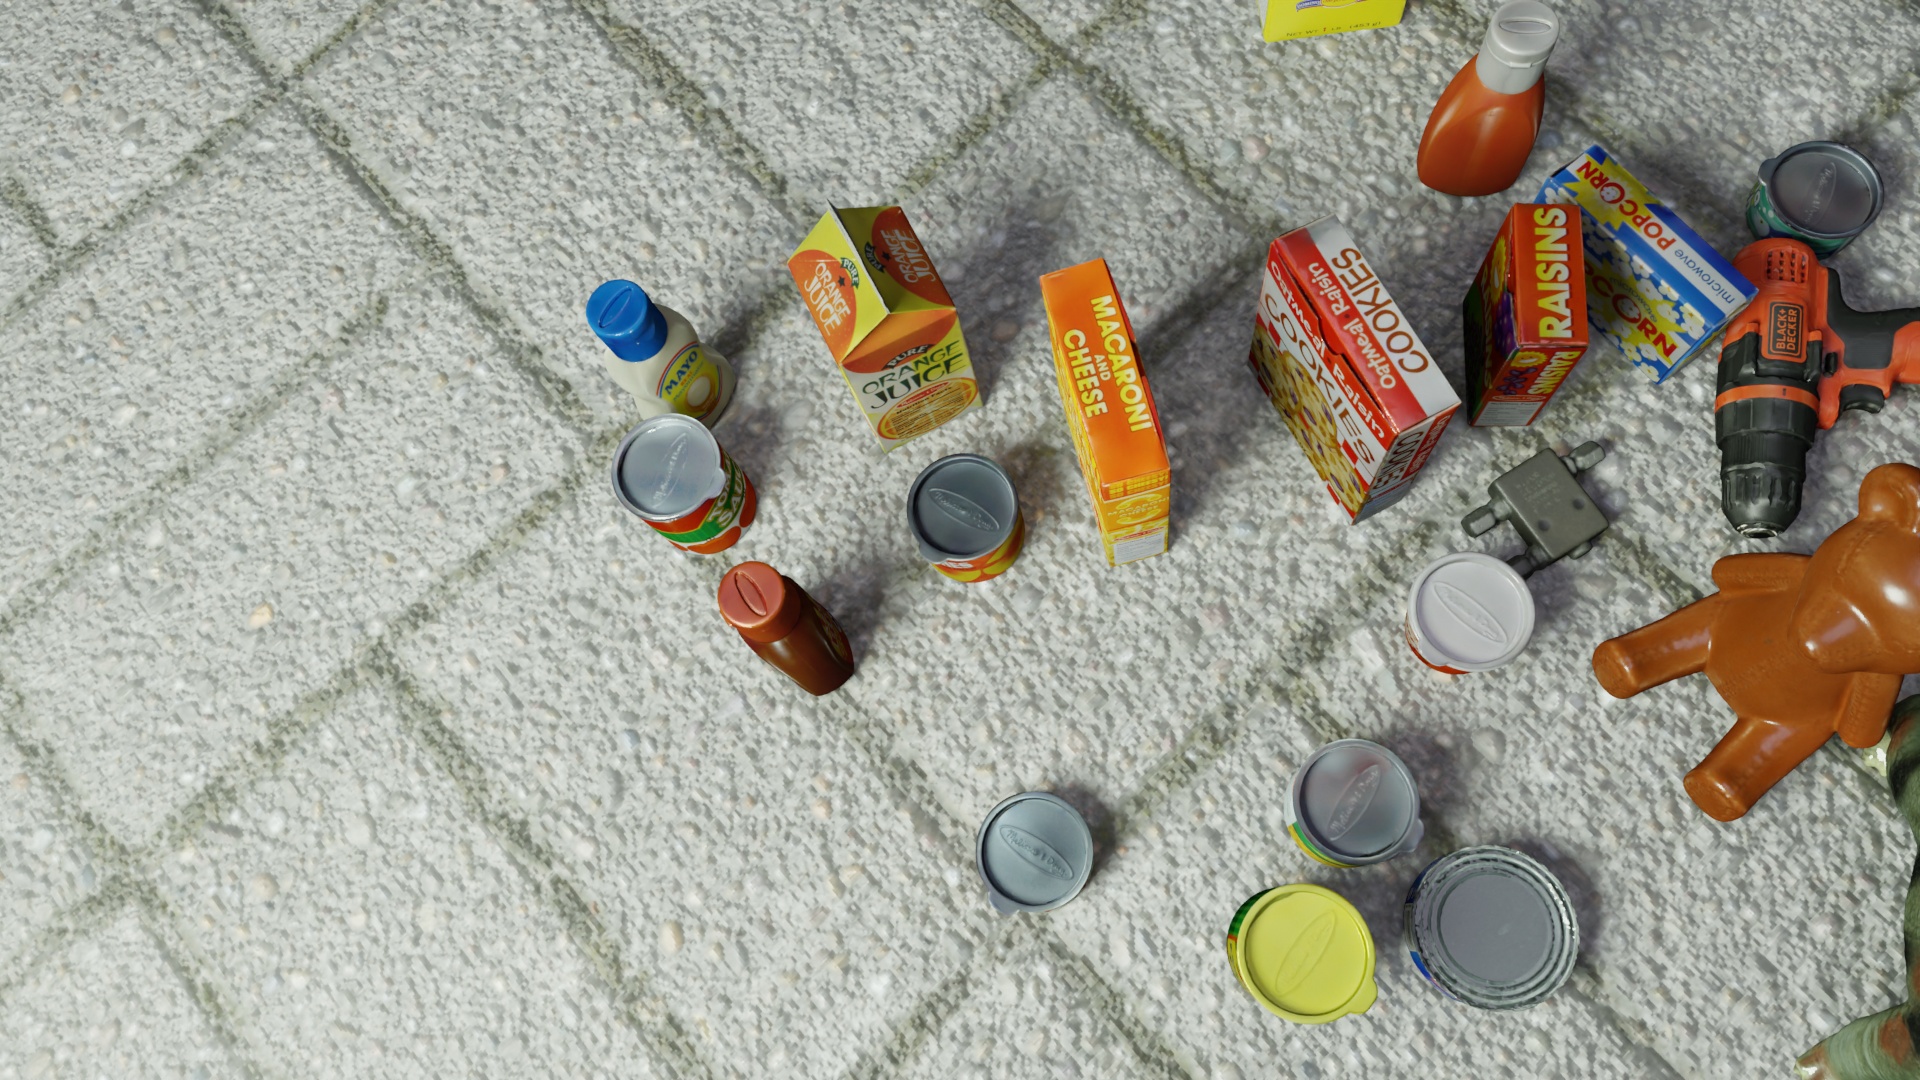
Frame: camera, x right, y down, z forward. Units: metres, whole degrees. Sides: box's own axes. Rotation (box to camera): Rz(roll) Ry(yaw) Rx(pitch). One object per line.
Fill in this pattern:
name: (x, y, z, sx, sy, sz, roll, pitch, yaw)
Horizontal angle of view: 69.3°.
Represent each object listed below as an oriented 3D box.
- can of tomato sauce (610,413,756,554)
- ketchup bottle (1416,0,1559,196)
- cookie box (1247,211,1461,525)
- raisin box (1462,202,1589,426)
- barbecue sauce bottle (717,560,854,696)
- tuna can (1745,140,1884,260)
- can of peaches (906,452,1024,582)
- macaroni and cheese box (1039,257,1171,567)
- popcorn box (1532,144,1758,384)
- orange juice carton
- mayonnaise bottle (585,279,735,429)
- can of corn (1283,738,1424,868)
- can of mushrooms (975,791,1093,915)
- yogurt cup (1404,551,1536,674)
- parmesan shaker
can of tomato sauce: (-0.165, -0.032, 0.849, 0.071, 0.083, 0.071, -2, 74, 7)
ketchup bottle: (0.315, -0.258, 0.820, 0.065, 0.148, 0.043, 5, 75, 9)
cookie box: (0.212, -0.089, 0.775, 0.040, 0.167, 0.123, -28, 73, -1)
raisin box: (0.320, -0.126, 0.795, 0.040, 0.123, 0.086, 2, 75, 8)
barbecue sauce bottle: (-0.100, 0.047, 0.784, 0.044, 0.148, 0.065, -34, 73, -3)
tuna can: (0.514, -0.206, 0.841, 0.071, 0.032, 0.071, -2, 74, 7)
can of peaches: (0.003, -0.010, 0.835, 0.071, 0.058, 0.071, -2, 74, 7)
macaroni and cheese box: (0.084, -0.066, 0.785, 0.040, 0.166, 0.124, -16, 73, 3)
popcorn box: (0.392, -0.160, 0.816, 0.038, 0.085, 0.127, -38, 73, -4)
orange juice carton: (-0.043, -0.124, 0.803, 0.073, 0.192, 0.072, -27, 73, -1)
mayonnaise bottle: (-0.182, -0.109, 0.840, 0.041, 0.147, 0.065, 32, 81, 14)
can of corn: (0.216, 0.147, 0.764, 0.071, 0.058, 0.071, -2, 74, 7)
can of mushrooms: (0.041, 0.179, 0.789, 0.071, 0.033, 0.071, -2, 74, 7)
yogurt cup: (0.284, 0.045, 0.787, 0.072, 0.054, 0.072, -2, 74, 7)
parmesan shaker: (0.177, 0.216, 0.725, 0.071, 0.103, 0.071, -2, 74, 7)
